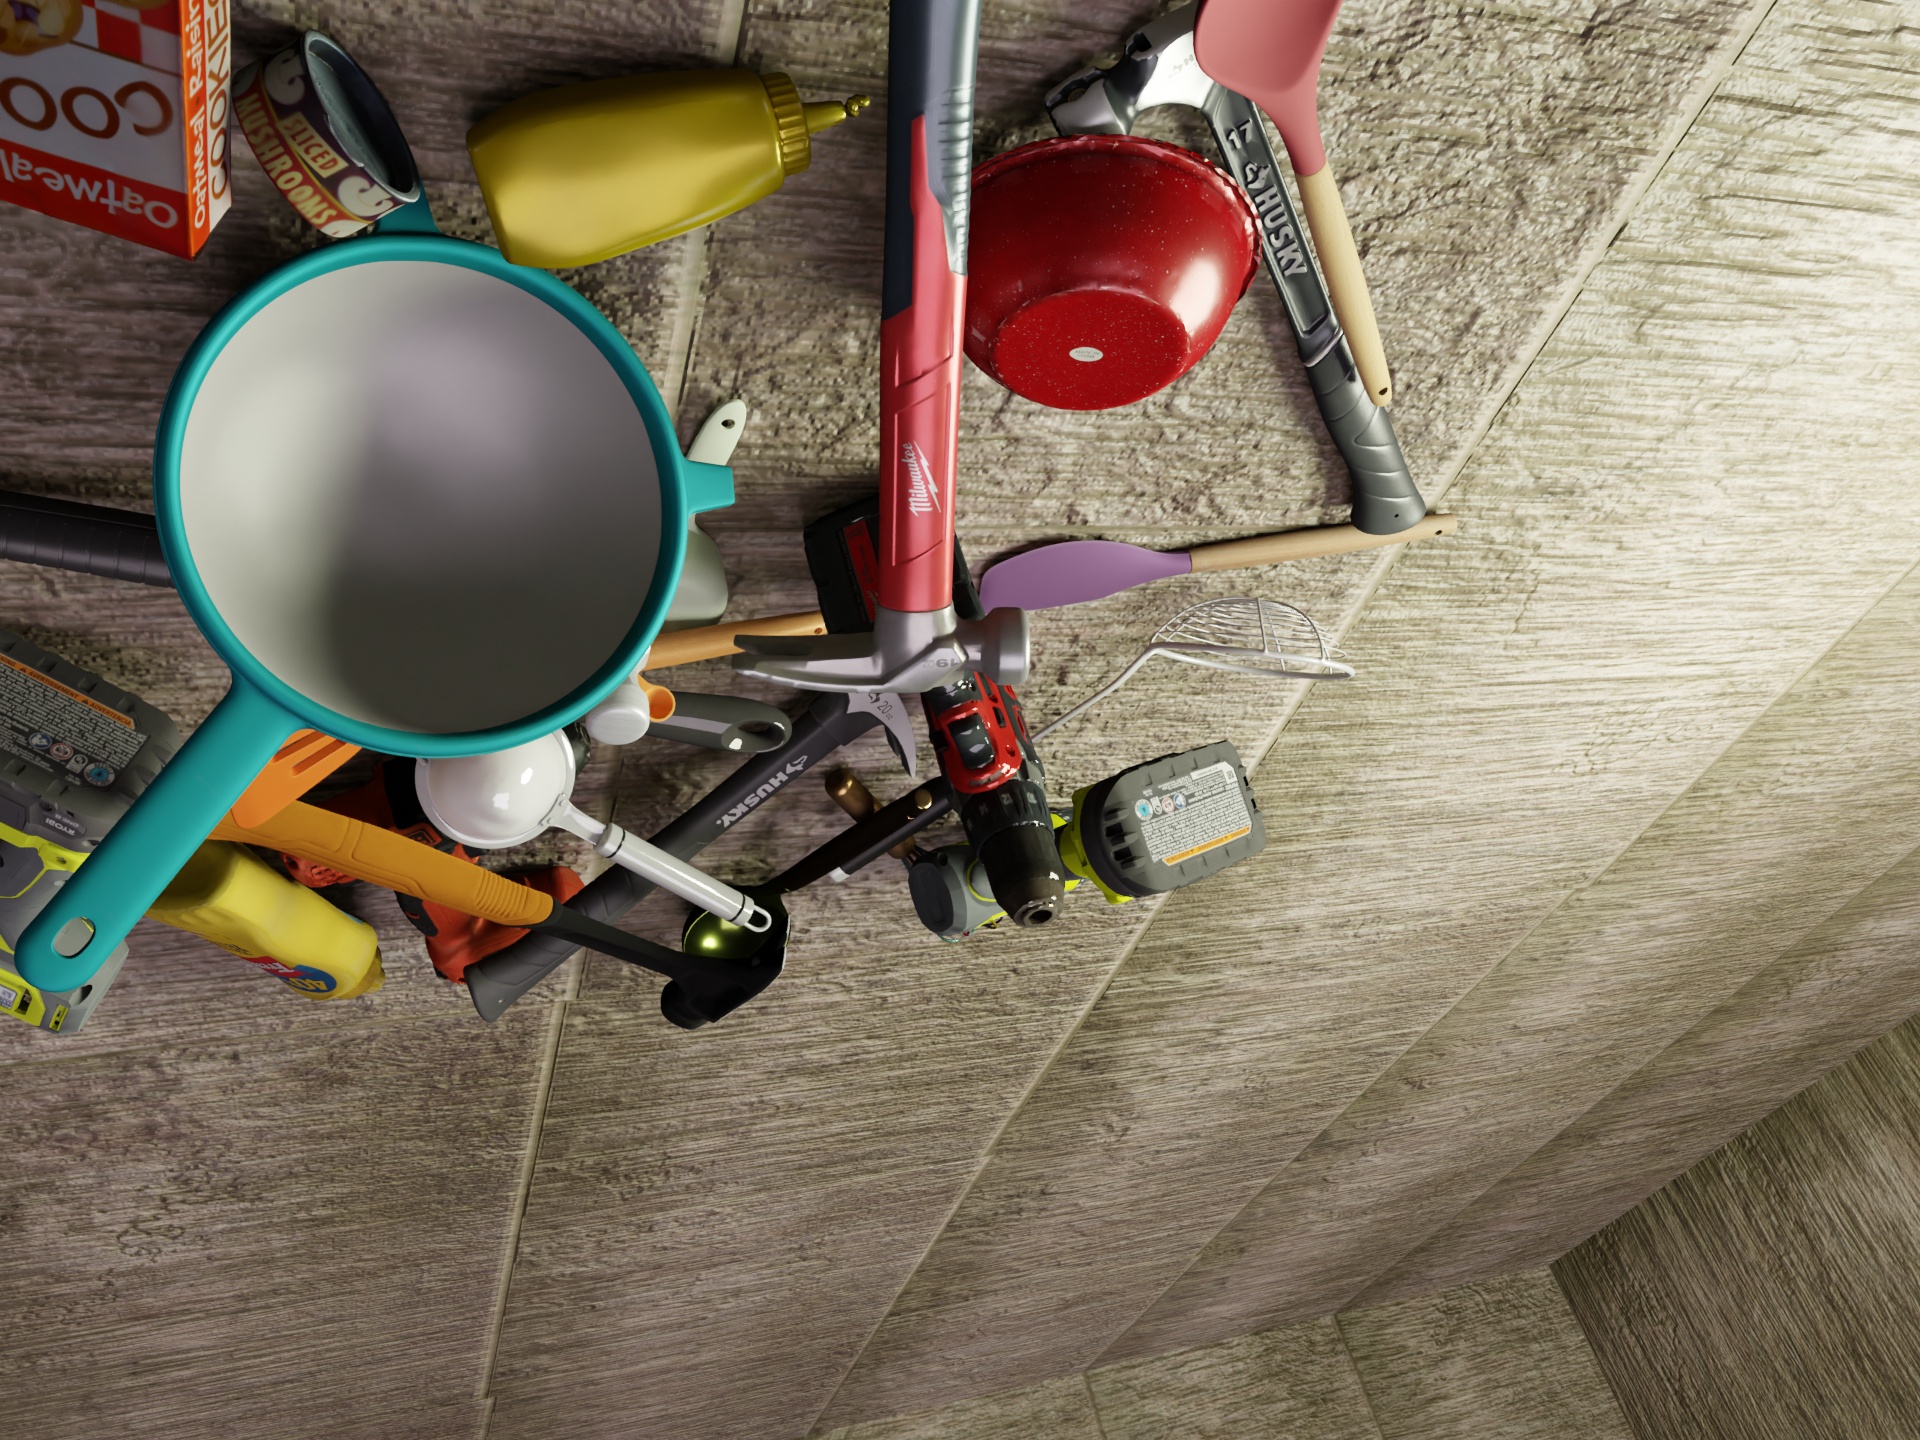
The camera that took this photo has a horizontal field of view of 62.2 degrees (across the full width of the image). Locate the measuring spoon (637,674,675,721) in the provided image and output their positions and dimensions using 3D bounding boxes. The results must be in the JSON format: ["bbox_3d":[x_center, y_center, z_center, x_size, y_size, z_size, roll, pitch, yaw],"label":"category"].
[{"bbox_3d":[-0.200,-0.038,0.842,0.117,0.021,0.011,39,157,-10],"label":"measuring spoon"}]

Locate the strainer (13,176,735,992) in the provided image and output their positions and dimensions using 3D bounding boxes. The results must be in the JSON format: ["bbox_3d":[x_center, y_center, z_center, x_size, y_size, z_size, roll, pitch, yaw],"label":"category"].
[{"bbox_3d":[-0.264,-0.040,0.657,0.210,0.095,0.340,43,71,-26],"label":"strainer"}]

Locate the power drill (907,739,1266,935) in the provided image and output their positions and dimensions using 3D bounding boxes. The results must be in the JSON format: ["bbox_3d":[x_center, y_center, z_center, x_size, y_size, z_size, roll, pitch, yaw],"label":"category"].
[{"bbox_3d":[0.096,0.081,1.080,0.190,0.080,0.228,-16,175,-35],"label":"power drill"}]

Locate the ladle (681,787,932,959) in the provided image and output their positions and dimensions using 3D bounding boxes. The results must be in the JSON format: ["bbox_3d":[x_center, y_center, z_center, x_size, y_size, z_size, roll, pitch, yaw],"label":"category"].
[{"bbox_3d":[-0.099,0.109,1.032,0.078,0.062,0.320,10,155,-28],"label":"ladle"}]

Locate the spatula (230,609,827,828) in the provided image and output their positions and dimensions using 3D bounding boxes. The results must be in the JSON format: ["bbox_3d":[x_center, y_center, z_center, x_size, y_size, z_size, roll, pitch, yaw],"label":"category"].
[{"bbox_3d":[-0.203,-0.019,0.804,0.322,0.041,0.081,-13,140,-29],"label":"spatula"}]

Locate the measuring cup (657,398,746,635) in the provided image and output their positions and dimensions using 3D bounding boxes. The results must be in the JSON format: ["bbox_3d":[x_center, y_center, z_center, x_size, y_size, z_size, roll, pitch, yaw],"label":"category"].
[{"bbox_3d":[-0.142,-0.094,0.822,0.083,0.038,0.167,5,141,-31],"label":"measuring cup"}]

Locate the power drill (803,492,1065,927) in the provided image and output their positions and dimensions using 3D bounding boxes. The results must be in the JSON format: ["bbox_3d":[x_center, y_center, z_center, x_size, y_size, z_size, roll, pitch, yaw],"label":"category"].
[{"bbox_3d":[-0.001,-0.003,0.893,0.080,0.188,0.226,-22,142,5],"label":"power drill"}]

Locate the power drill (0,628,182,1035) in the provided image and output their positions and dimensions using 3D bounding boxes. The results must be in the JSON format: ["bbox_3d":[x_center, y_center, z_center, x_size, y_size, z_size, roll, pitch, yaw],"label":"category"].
[{"bbox_3d":[-0.499,0.060,0.805,0.171,0.080,0.223,31,128,-16],"label":"power drill"}]

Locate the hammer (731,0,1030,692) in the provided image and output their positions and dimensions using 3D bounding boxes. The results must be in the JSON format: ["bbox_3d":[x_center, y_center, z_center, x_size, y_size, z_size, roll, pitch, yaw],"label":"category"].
[{"bbox_3d":[-0.031,-0.179,0.666,0.143,0.038,0.386,0,125,-5],"label":"hammer"}]

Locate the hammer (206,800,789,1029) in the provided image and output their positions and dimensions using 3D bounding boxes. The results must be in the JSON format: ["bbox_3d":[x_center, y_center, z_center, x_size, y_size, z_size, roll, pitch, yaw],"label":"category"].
[{"bbox_3d":[-0.262,0.097,0.893,0.336,0.034,0.127,25,140,-27],"label":"hammer"}]

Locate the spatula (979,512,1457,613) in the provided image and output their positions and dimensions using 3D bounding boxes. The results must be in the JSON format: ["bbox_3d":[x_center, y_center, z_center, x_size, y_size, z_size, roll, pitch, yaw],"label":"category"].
[{"bbox_3d":[0.164,-0.103,0.979,0.316,0.018,0.059,-9,146,-14],"label":"spatula"}]

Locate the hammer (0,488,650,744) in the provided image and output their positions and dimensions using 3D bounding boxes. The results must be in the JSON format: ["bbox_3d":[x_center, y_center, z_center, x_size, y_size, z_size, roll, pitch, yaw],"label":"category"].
[{"bbox_3d":[-0.307,-0.067,0.730,0.330,0.128,0.033,9,138,-22],"label":"hammer"}]

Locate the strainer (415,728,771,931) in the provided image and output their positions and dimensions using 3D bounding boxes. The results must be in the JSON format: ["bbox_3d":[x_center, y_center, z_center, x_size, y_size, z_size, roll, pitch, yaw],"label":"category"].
[{"bbox_3d":[-0.207,0.064,0.912,0.258,0.050,0.087,34,89,-32],"label":"strainer"}]

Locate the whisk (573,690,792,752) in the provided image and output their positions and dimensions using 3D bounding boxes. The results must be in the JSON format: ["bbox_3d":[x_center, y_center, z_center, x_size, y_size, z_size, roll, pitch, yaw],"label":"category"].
[{"bbox_3d":[-0.228,-0.014,0.851,0.295,0.073,0.073,9,137,-28],"label":"whisk"}]

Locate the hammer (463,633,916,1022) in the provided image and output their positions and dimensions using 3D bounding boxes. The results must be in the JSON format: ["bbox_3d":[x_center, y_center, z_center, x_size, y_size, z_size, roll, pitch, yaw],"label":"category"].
[{"bbox_3d":[-0.173,0.078,0.990,0.335,0.035,0.146,-38,144,4],"label":"hammer"}]

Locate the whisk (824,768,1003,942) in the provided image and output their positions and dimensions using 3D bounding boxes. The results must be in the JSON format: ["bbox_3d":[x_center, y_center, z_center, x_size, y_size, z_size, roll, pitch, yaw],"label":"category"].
[{"bbox_3d":[-0.036,0.100,1.146,0.051,0.047,0.244,-36,140,3],"label":"whisk"}]

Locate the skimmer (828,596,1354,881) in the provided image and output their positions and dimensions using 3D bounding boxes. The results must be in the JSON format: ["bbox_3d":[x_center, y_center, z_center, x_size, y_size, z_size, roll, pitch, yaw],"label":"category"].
[{"bbox_3d":[0.075,0.029,1.033,0.363,0.090,0.127,-33,168,11],"label":"skimmer"}]

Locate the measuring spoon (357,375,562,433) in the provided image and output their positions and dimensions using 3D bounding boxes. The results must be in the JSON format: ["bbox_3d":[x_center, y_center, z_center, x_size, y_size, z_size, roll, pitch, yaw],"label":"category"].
[{"bbox_3d":[-0.233,-0.143,0.726,0.128,0.021,0.042,-5,143,-22],"label":"measuring spoon"}]

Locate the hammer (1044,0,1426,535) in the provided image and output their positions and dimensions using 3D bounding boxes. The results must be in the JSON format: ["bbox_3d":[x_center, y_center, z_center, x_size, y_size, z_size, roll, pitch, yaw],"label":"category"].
[{"bbox_3d":[0.187,-0.213,0.826,0.149,0.036,0.408,-29,145,12],"label":"hammer"}]

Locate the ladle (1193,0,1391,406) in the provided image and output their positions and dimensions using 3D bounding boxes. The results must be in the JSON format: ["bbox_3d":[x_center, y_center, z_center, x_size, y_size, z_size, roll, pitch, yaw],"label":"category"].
[{"bbox_3d":[0.167,-0.237,0.728,0.069,0.031,0.315,-29,147,10],"label":"ladle"}]
